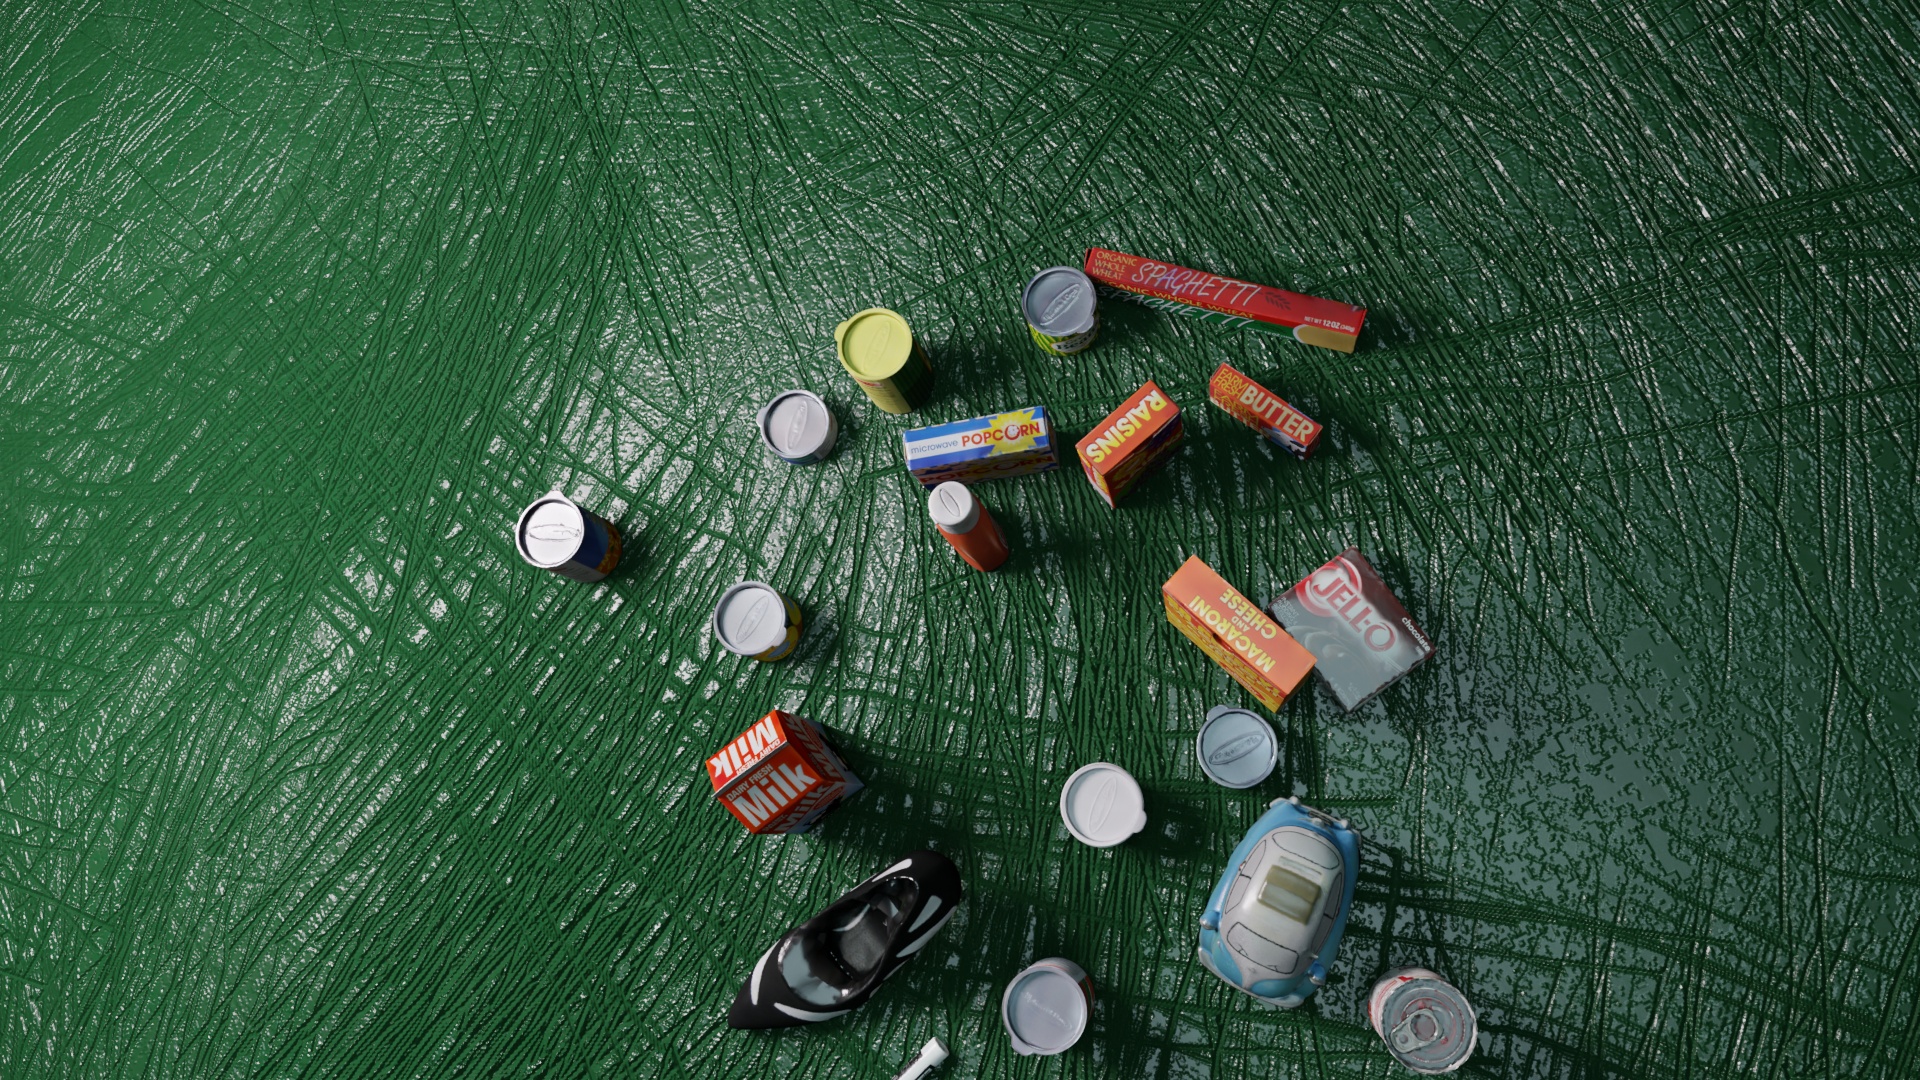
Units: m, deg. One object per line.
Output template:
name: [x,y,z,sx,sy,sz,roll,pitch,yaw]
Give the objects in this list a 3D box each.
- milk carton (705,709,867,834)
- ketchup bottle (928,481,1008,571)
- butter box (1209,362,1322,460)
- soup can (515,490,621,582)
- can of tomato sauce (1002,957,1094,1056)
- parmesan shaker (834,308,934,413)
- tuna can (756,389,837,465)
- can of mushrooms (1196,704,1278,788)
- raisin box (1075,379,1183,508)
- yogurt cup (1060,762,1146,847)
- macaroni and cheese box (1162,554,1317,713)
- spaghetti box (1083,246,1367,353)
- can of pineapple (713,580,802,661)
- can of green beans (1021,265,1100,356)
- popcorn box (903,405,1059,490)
milk carton: [-0.145,0.192,1.142,0.072,0.190,0.073,-38,75,1]
ketchup bottle: [0.004,-0.015,1.181,0.043,0.148,0.065,-35,75,2]
butter box: [0.263,-0.111,1.204,0.103,0.053,0.024,36,87,15]
soup can: [-0.358,-0.002,1.277,0.071,0.083,0.071,-2,78,10]
can of tomato sauce: [0.072,0.375,1.119,0.071,0.083,0.071,-2,78,10]
parmesan shaker: [-0.067,-0.161,1.249,0.071,0.103,0.071,-2,78,10]
tuna can: [-0.151,-0.105,1.288,0.071,0.033,0.071,-2,78,10]
can of mushrooms: [0.230,0.172,1.160,0.071,0.033,0.071,-2,78,10]
raisin box: [0.146,-0.079,1.182,0.086,0.123,0.040,-41,75,0]
yogurt cup: [0.120,0.221,1.158,0.072,0.054,0.072,-2,78,10]
macaroni and cheese box: [0.221,0.079,1.112,0.124,0.166,0.040,42,88,15]
spaghetti box: [0.231,-0.214,1.234,0.250,0.050,0.029,15,82,13]
can of pineapple: [-0.179,0.075,1.242,0.071,0.058,0.071,-2,78,10]
can of green beans: [0.092,-0.206,1.253,0.071,0.057,0.071,-2,78,10]
popcorn box: [0.020,-0.080,1.225,0.127,0.085,0.038,-10,77,8]
